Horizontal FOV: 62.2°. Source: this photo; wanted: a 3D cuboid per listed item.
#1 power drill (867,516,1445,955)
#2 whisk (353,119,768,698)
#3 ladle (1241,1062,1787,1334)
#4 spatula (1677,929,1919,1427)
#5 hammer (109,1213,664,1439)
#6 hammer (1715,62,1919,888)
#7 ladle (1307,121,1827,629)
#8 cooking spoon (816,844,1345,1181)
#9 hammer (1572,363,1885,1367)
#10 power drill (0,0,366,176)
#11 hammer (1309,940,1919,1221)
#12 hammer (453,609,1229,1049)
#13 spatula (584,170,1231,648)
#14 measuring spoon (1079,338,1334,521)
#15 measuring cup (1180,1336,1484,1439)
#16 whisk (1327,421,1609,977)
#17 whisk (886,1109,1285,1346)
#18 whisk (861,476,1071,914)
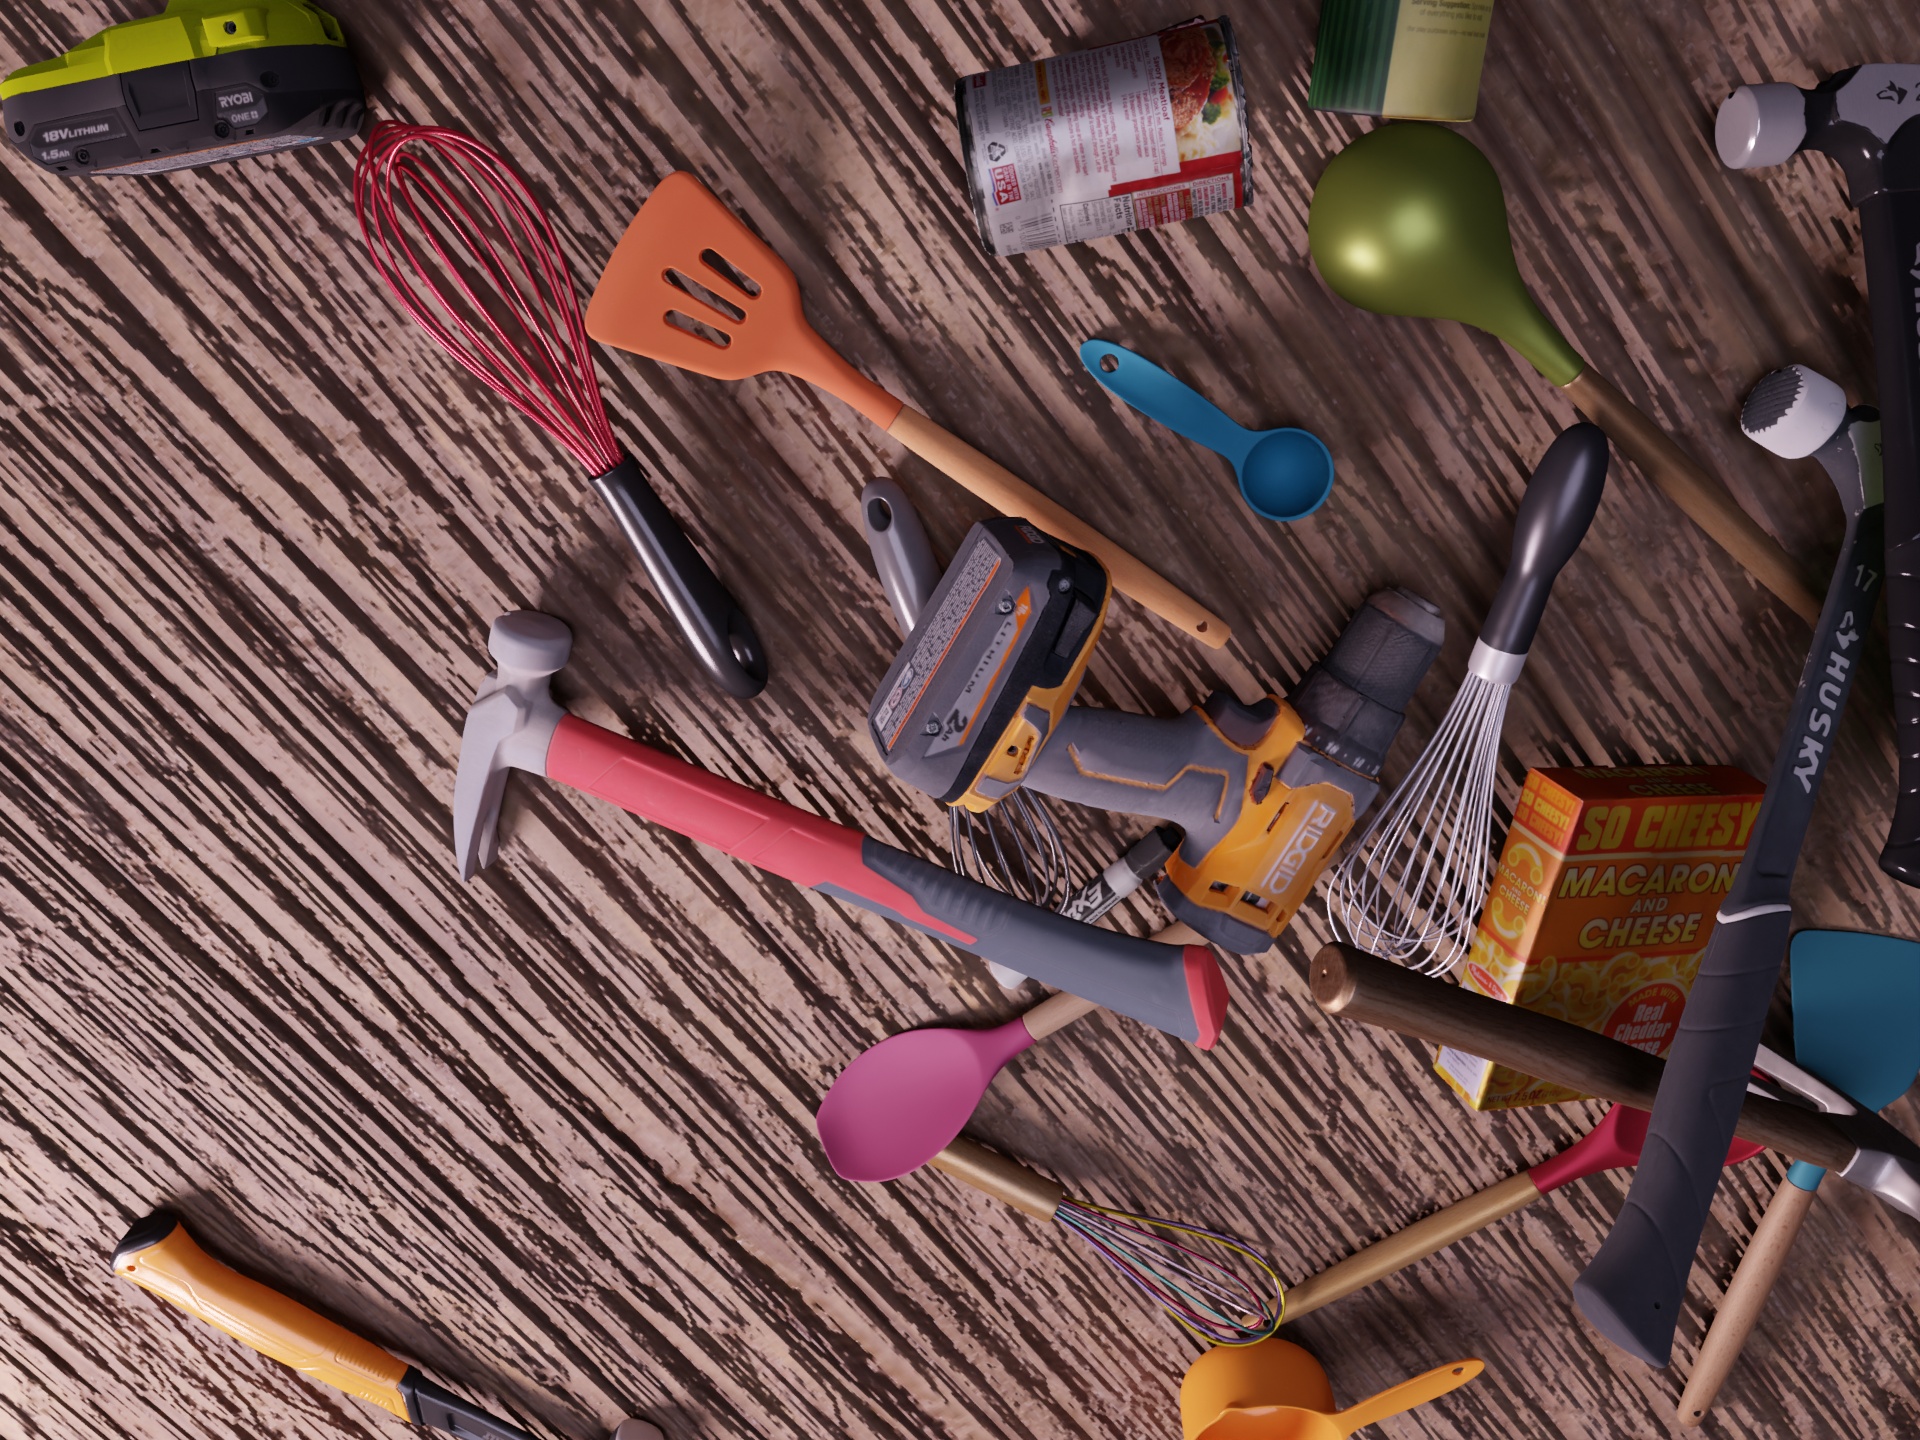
[{"bbox_3d":[0.096,-0.010,0.709,0.226,0.084,0.185,26,104,-22],"label":"power drill"},{"bbox_3d":[-0.167,-0.130,0.711,0.073,0.073,0.295,-25,114,13],"label":"whisk"},{"bbox_3d":[0.287,0.261,0.855,0.315,0.031,0.069,-34,95,18],"label":"ladle"},{"bbox_3d":[0.436,0.257,0.846,0.082,0.044,0.317,8,117,-1],"label":"spatula"},{"bbox_3d":[-0.350,0.396,0.949,0.336,0.034,0.127,33,109,-9],"label":"hammer"},{"bbox_3d":[0.392,-0.092,0.639,0.146,0.035,0.335,-5,92,-3],"label":"hammer"},{"bbox_3d":[0.278,-0.138,0.692,0.320,0.062,0.078,36,109,-18],"label":"ladle"},{"bbox_3d":[0.058,0.146,0.821,0.319,0.017,0.069,-33,65,13],"label":"cooking spoon"},{"bbox_3d":[0.338,0.063,0.661,0.149,0.036,0.409,25,80,-14],"label":"hammer"},{"bbox_3d":[-0.339,-0.338,0.629,0.171,0.080,0.223,-8,108,6],"label":"power drill"},{"bbox_3d":[0.299,0.157,0.705,0.331,0.130,0.031,20,106,-16],"label":"hammer"},{"bbox_3d":[-0.062,0.080,0.758,0.386,0.038,0.143,22,113,8],"label":"hammer"},{"bbox_3d":[-0.009,-0.120,0.712,0.322,0.041,0.081,32,105,-10],"label":"spatula"},{"bbox_3d":[0.110,-0.135,0.714,0.128,0.021,0.042,33,112,1],"label":"measuring spoon"},{"bbox_3d":[0.203,0.369,0.884,0.173,0.052,0.095,-29,120,14],"label":"measuring cup"},{"bbox_3d":[0.232,0.000,0.724,0.070,0.070,0.284,12,116,-1],"label":"whisk"},{"bbox_3d":[0.069,0.278,0.869,0.245,0.051,0.047,28,117,-4],"label":"whisk"},{"bbox_3d":[-0.002,-0.003,0.760,0.055,0.055,0.239,-17,105,10],"label":"whisk"}]
